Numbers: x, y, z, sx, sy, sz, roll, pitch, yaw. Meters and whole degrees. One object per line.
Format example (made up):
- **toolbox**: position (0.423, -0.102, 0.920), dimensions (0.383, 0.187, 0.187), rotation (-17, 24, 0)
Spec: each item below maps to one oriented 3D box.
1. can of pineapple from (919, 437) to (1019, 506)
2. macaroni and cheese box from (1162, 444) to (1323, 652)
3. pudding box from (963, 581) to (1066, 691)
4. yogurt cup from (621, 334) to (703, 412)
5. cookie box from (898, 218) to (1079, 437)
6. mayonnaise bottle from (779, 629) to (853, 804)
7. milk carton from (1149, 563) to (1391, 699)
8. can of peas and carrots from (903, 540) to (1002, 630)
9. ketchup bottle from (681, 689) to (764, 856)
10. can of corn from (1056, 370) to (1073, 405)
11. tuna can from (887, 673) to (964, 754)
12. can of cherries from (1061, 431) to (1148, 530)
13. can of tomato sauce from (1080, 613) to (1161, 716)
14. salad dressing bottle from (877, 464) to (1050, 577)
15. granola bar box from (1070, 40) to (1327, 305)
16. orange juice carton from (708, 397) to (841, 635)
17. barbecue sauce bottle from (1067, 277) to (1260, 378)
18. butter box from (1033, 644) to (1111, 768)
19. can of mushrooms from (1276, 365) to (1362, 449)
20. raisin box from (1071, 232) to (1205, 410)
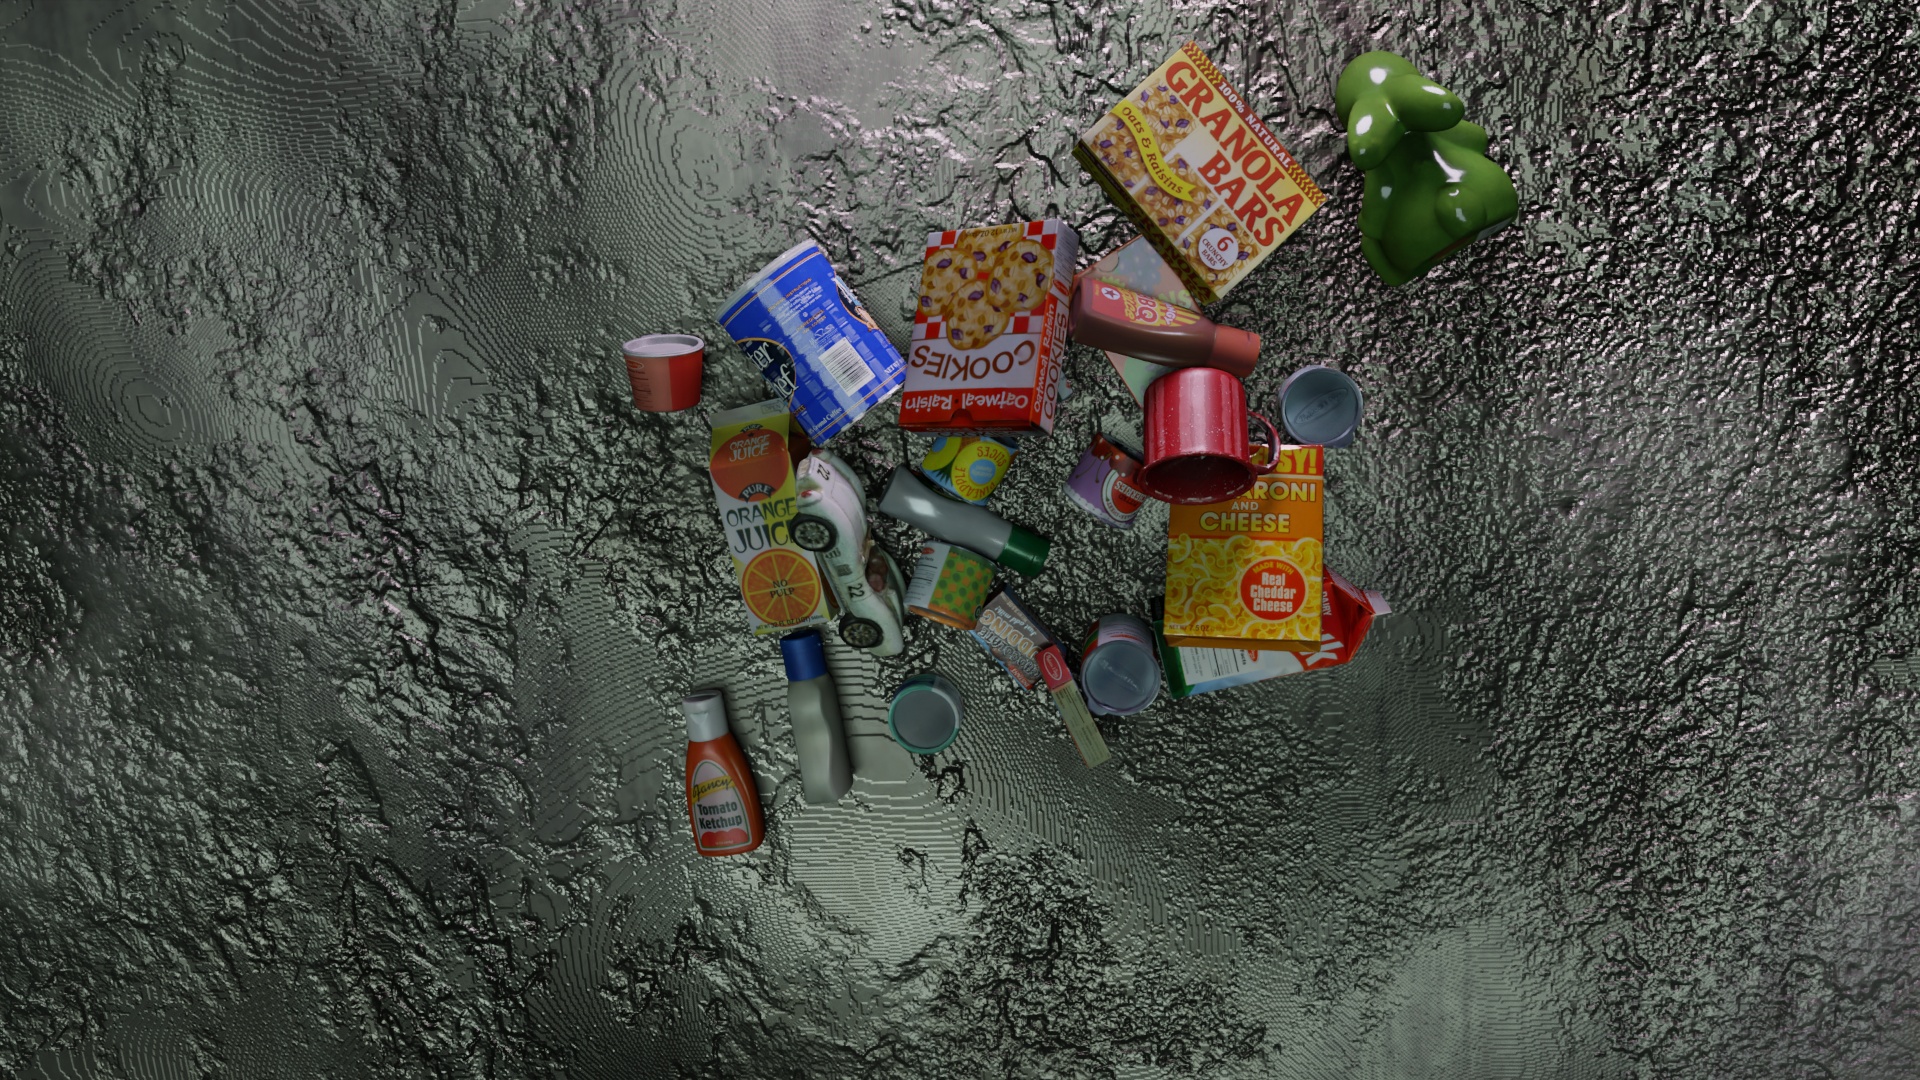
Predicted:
- **can of pineapple**: position (0.009, -0.069, 1.165), dimensions (0.071, 0.071, 0.057), rotation (32, 104, -2)
- **macaroni and cheese box**: position (0.231, 0.004, 1.127), dimensions (0.124, 0.040, 0.167), rotation (1, 71, 13)
- **pudding box**: position (0.048, 0.084, 1.216), dimensions (0.049, 0.030, 0.083), rotation (-41, 96, 14)
- **yogurt cup**: position (-0.250, -0.141, 1.178), dimensions (0.072, 0.073, 0.053), rotation (1, 111, 5)
- **cookie box**: position (0.021, -0.165, 1.099), dimensions (0.123, 0.040, 0.167), rotation (2, 77, 32)
- **mayonnaise bottle**: position (-0.129, 0.155, 1.235), dimensions (0.041, 0.065, 0.148), rotation (-9, 98, 12)
- **milk carton**: position (0.262, 0.071, 1.171), dimensions (0.190, 0.072, 0.073), rotation (-13, 102, 9)
- **can of peas and carrots**: position (-0.007, 0.040, 1.184), dimensions (0.071, 0.071, 0.059), rotation (20, 79, 1)
- **ketchup bottle**: position (-0.222, 0.211, 1.264), dimensions (0.065, 0.043, 0.148), rotation (-8, 101, 7)
- **can of corn**: position (0.049, -0.131, 1.148), dimensions (0.071, 0.071, 0.058), rotation (-26, 98, 11)
- **tuna can**: position (-0.033, 0.156, 1.239), dimensions (0.071, 0.033, 0.071), rotation (1, 103, 5)
- **can of cherries**: position (0.128, -0.049, 1.158), dimensions (0.071, 0.071, 0.058), rotation (31, 103, -2)
- **can of tomato sauce**: position (0.135, 0.106, 1.185), dimensions (0.071, 0.083, 0.071), rotation (1, 103, 5)
- **salad dressing bottle**: position (0.004, -0.015, 1.185), dimensions (0.148, 0.064, 0.044), rotation (25, 94, -9)
- **granola bar box**: position (0.188, -0.288, 1.096), dimensions (0.124, 0.039, 0.165), rotation (-43, 96, -8)
- **orange juice carton**: position (-0.159, -0.023, 1.190), dimensions (0.072, 0.073, 0.192), rotation (-11, 101, 10)
- **barbecue sauce bottle**: position (0.160, -0.164, 1.094), dimensions (0.148, 0.065, 0.043), rotation (14, 129, -7)
- **butter box**: position (0.097, 0.144, 1.195), dimensions (0.024, 0.053, 0.103), rotation (-26, 124, 2)
- **can of mushrooms**: position (0.297, -0.109, 1.147), dimensions (0.071, 0.033, 0.071), rotation (1, 102, 5)
- **raisin box**: position (0.151, -0.182, 1.142), dimensions (0.086, 0.040, 0.123), rotation (-32, 97, 12)
